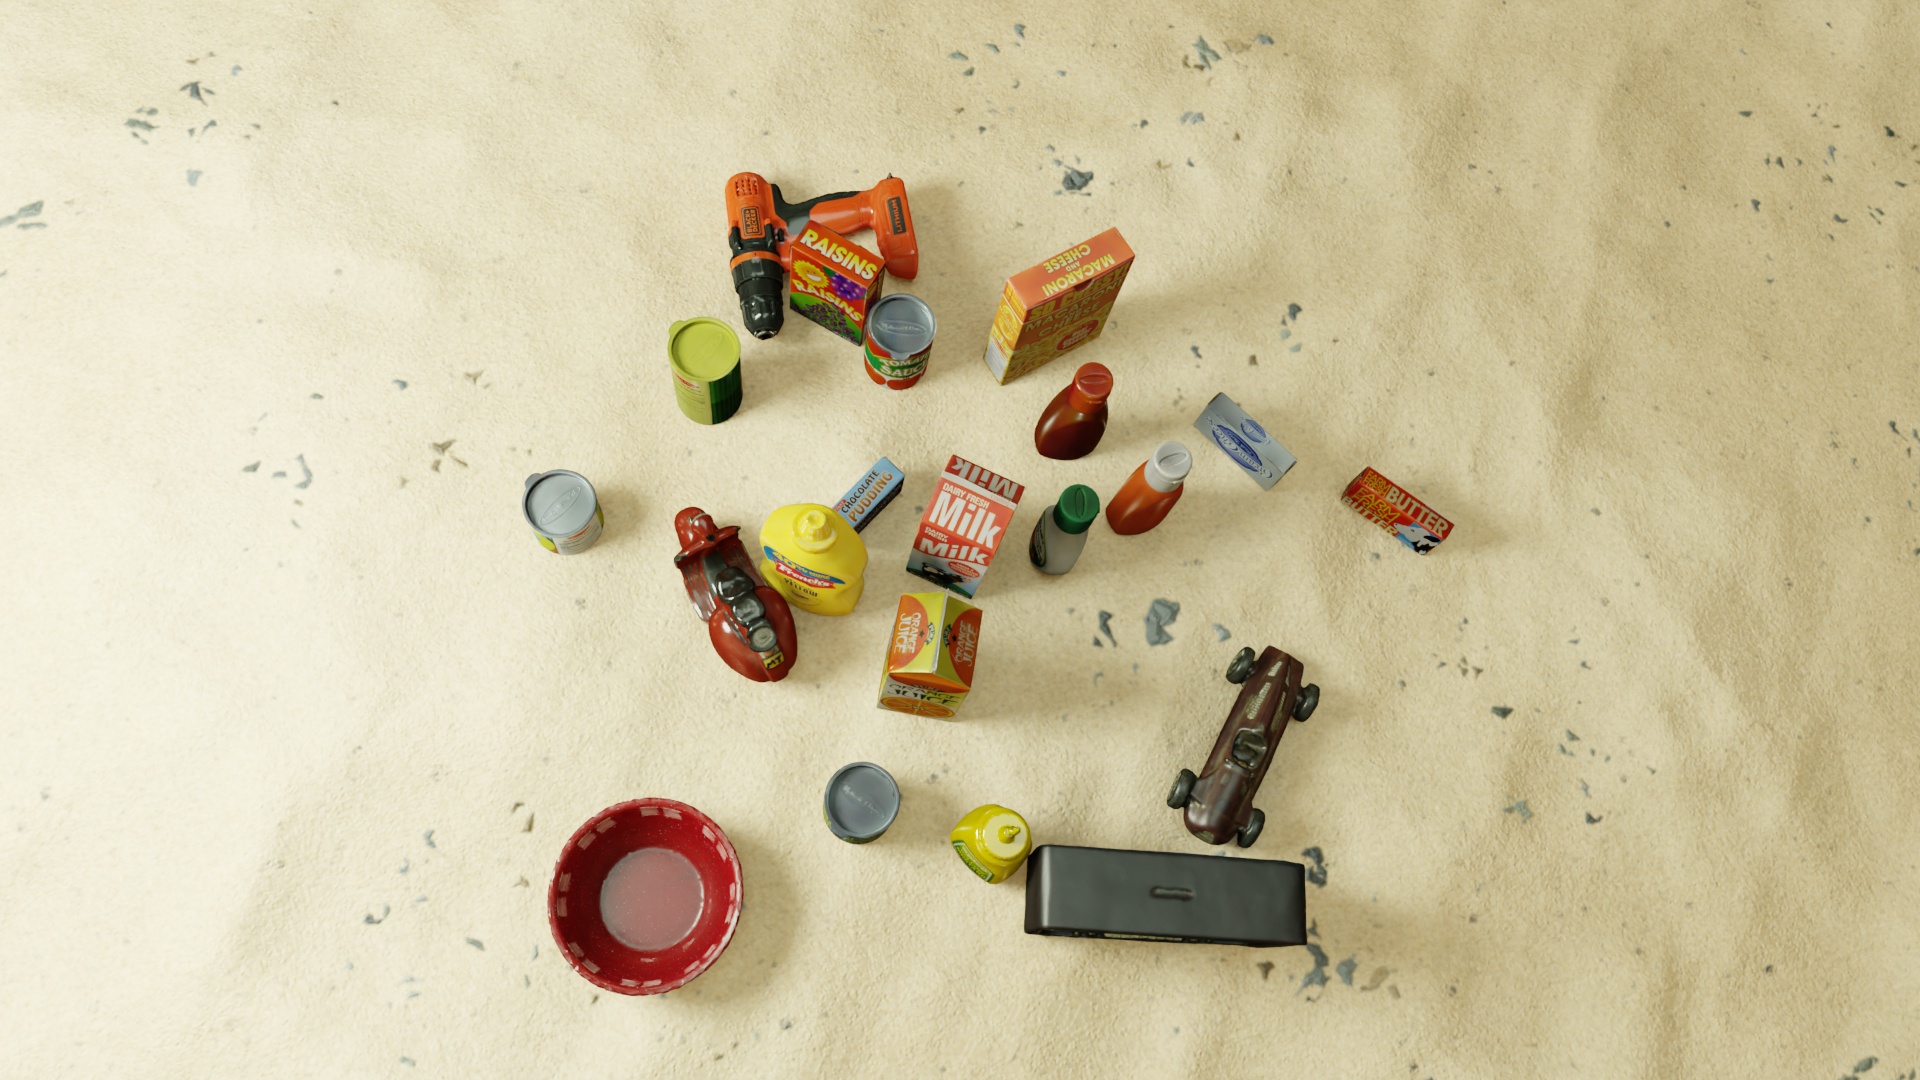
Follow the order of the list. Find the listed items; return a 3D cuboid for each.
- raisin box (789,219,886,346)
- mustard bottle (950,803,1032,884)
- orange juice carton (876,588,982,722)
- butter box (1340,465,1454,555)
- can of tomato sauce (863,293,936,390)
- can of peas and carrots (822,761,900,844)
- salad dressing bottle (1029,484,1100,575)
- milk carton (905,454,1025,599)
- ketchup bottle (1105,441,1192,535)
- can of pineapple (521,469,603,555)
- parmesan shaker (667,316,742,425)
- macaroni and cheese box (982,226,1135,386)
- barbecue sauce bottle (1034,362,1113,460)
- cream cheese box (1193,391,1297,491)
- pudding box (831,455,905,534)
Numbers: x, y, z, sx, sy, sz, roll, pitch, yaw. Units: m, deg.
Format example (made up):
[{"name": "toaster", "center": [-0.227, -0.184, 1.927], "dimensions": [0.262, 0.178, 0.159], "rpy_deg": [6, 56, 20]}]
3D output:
[{"name": "raisin box", "center": [-0.121, -0.249, 1.354], "dimensions": [0.086, 0.123, 0.040], "rpy_deg": [30, 71, 3]}, {"name": "mustard bottle", "center": [0.030, 0.255, 1.182], "dimensions": [0.049, 0.159, 0.065], "rpy_deg": [-42, 81, -18]}, {"name": "orange juice carton", "center": [-0.027, 0.101, 1.210], "dimensions": [0.073, 0.192, 0.072], "rpy_deg": [11, 71, -3]}, {"name": "butter box", "center": [0.435, -0.029, 1.389], "dimensions": [0.103, 0.053, 0.024], "rpy_deg": [36, 71, 5]}, {"name": "can of tomato sauce", "center": [-0.060, -0.192, 1.363], "dimensions": [0.071, 0.082, 0.071], "rpy_deg": [2, 71, -7]}, {"name": "can of peas and carrots", "center": [-0.090, 0.235, 1.227], "dimensions": [0.071, 0.058, 0.071], "rpy_deg": [2, 71, -7]}, {"name": "salad dressing bottle", "center": [0.097, -0.011, 1.288], "dimensions": [0.044, 0.147, 0.064], "rpy_deg": [3, 71, -6]}, {"name": "milk carton", "center": [0.004, -0.016, 1.255], "dimensions": [0.072, 0.190, 0.074], "rpy_deg": [24, 70, 1]}, {"name": "ketchup bottle", "center": [0.182, -0.049, 1.312], "dimensions": [0.065, 0.148, 0.043], "rpy_deg": [-20, 75, -13]}, {"name": "can of pineapple", "center": [-0.366, -0.027, 1.280], "dimensions": [0.071, 0.057, 0.071], "rpy_deg": [2, 71, -7]}, {"name": "parmesan shaker", "center": [-0.243, -0.161, 1.319], "dimensions": [0.071, 0.102, 0.071], "rpy_deg": [2, 71, -7]}, {"name": "macaroni and cheese box", "center": [0.094, -0.224, 1.350], "dimensions": [0.124, 0.166, 0.040], "rpy_deg": [-28, 78, -15]}, {"name": "barbecue sauce bottle", "center": [0.113, -0.122, 1.328], "dimensions": [0.065, 0.148, 0.044], "rpy_deg": [-4, 72, -9]}, {"name": "cream cheese box", "center": [0.285, -0.099, 1.393], "dimensions": [0.104, 0.053, 0.024], "rpy_deg": [44, 72, 8]}, {"name": "pudding box", "center": [-0.092, -0.037, 1.324], "dimensions": [0.030, 0.049, 0.084], "rpy_deg": [41, 71, 7]}]
